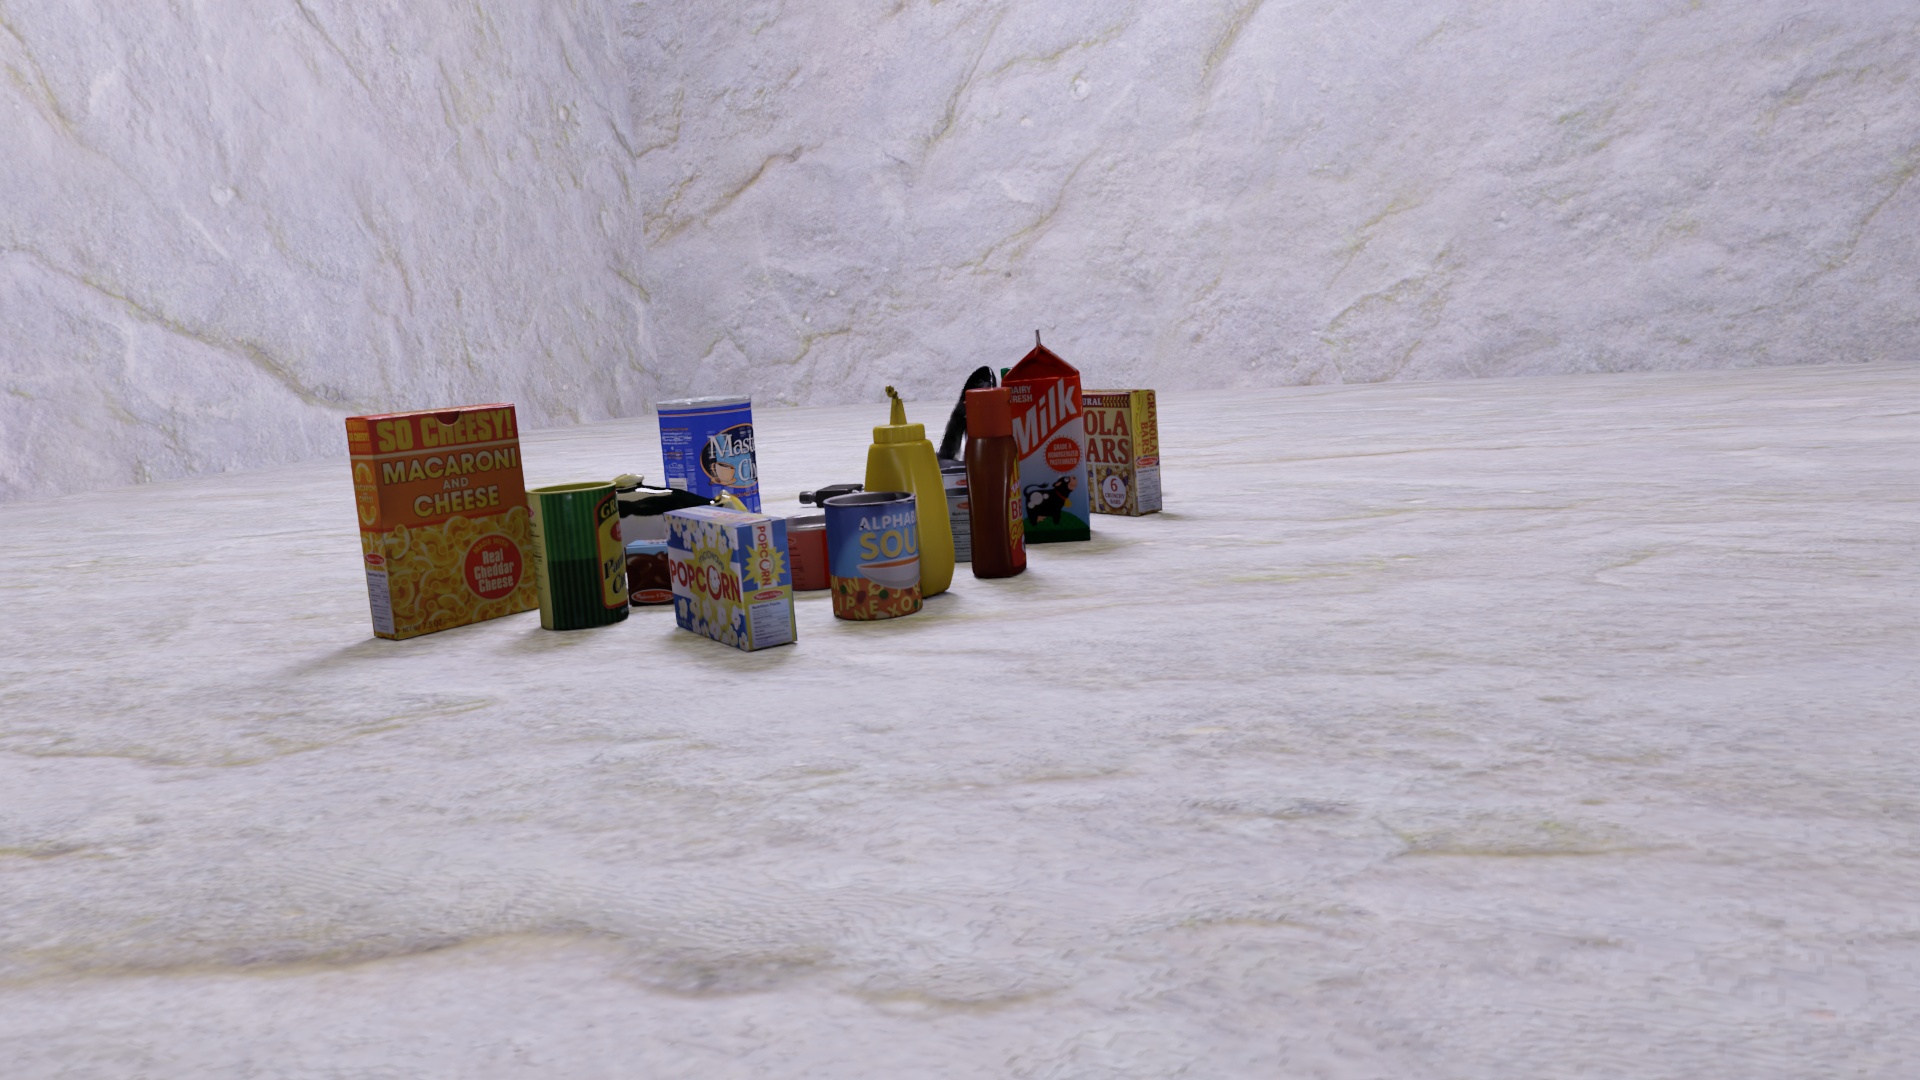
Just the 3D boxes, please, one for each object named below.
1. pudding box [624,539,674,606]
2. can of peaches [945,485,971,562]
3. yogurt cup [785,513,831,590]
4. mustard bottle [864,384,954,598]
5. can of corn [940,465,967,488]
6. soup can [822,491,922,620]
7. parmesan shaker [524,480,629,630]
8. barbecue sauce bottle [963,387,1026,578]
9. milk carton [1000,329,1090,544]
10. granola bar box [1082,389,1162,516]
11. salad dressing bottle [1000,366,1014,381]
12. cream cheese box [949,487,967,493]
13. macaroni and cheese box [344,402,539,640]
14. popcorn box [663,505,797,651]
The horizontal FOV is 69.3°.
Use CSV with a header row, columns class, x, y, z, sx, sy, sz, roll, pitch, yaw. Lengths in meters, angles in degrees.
class,x,y,z,sx,sy,sz,roll,pitch,yaw
pudding box,-0.220,0.023,1.097,0.084,0.049,0.030,-4,9,4
can of peaches,0.004,-0.015,1.208,0.071,0.058,0.071,-4,9,1
yogurt cup,-0.118,0.009,1.124,0.072,0.054,0.072,-4,9,1
mustard bottle,-0.041,-0.038,1.047,0.065,0.160,0.049,3,11,40
can of corn,0.004,-0.042,1.374,0.071,0.058,0.071,-4,9,1
soup can,-0.060,0.010,0.996,0.071,0.083,0.071,-4,9,1
parmesan shaker,-0.287,0.010,1.043,0.071,0.103,0.071,-4,9,1
barbecue sauce bottle,0.026,-0.047,1.112,0.043,0.148,0.065,-3,9,12
milk carton,0.077,-0.096,1.264,0.073,0.190,0.072,-4,8,5
granola bar box,0.131,-0.093,1.425,0.039,0.124,0.165,-11,11,-37
salad dressing bottle,0.069,-0.123,1.569,0.044,0.147,0.064,3,11,42
cream cheese box,-0.018,-0.020,1.267,0.104,0.053,0.024,-2,9,12
macaroni and cheese box,-0.395,-0.018,1.069,0.040,0.166,0.124,3,11,40
popcorn box,-0.160,0.023,0.956,0.038,0.085,0.126,-10,10,-33
